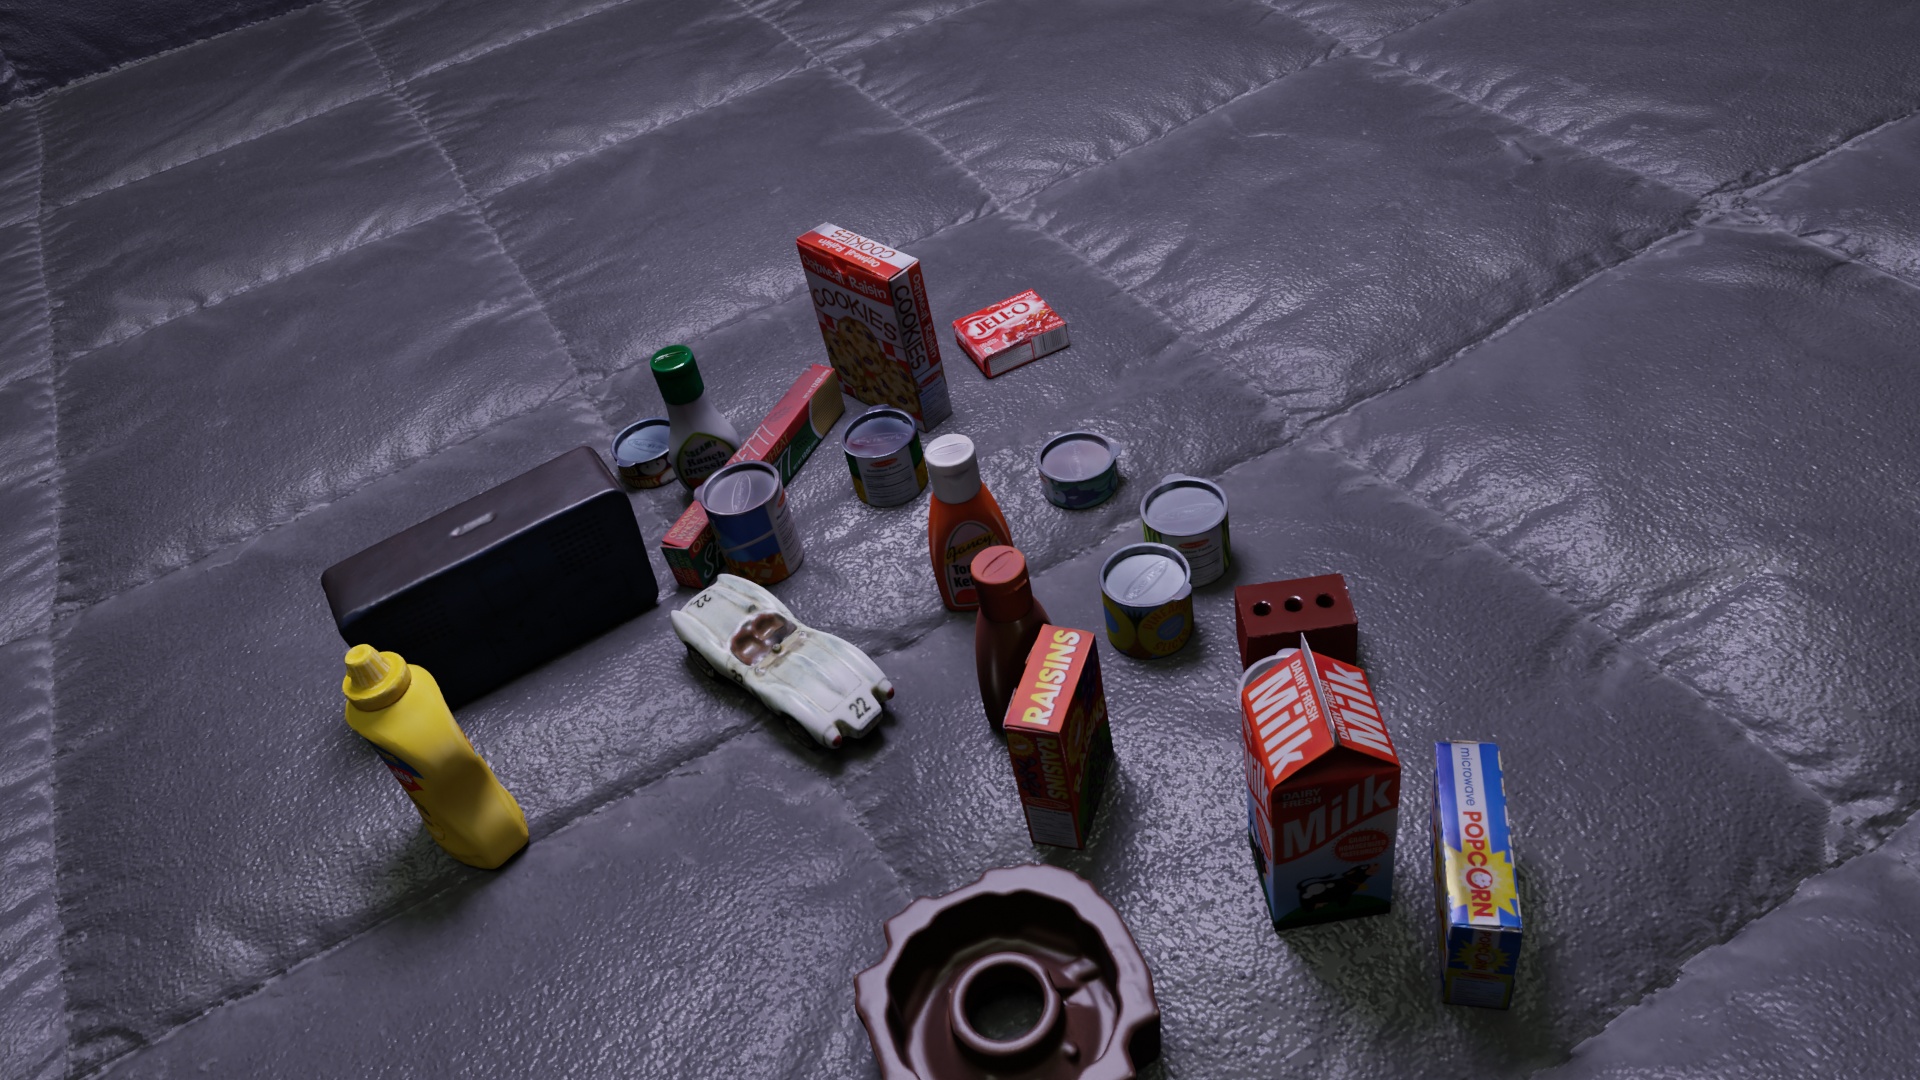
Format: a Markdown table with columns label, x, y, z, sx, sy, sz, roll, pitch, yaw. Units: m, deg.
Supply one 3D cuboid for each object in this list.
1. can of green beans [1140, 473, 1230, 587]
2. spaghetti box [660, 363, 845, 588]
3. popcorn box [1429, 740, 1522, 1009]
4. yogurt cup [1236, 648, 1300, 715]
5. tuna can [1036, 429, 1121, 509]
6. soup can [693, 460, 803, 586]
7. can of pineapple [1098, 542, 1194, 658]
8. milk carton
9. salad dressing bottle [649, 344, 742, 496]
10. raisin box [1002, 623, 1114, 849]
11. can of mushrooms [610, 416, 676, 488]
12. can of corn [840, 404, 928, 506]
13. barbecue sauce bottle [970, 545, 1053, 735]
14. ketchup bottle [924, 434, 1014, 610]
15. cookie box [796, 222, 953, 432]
| label | x | y | z | sx | sy | sz | roll | pitch | yaw |
| --- | --- | --- | --- | --- | --- | --- | --- | --- | --- |
| can of green beans | 0.173 | -0.006 | 1.064 | 0.071 | 0.057 | 0.071 | -7 | 43 | 7 |
| spaghetti box | -0.176 | -0.060 | 1.213 | 0.029 | 0.050 | 0.251 | 12 | 48 | 25 |
| popcorn box | 0.295 | 0.191 | 0.802 | 0.038 | 0.084 | 0.127 | 0 | 44 | 14 |
| yogurt cup | 0.219 | 0.117 | 0.923 | 0.072 | 0.053 | 0.073 | -7 | 43 | 7 |
| tuna can | 0.100 | -0.059 | 1.157 | 0.071 | 0.032 | 0.071 | -7 | 43 | 7 |
| soup can | -0.172 | -0.013 | 1.136 | 0.071 | 0.083 | 0.072 | -7 | 43 | 7 |
| can of pineapple | 0.138 | 0.045 | 1.017 | 0.071 | 0.057 | 0.071 | -7 | 43 | 7 |
| milk carton | 0.206 | 0.141 | 0.800 | 0.073 | 0.189 | 0.073 | -10 | 42 | 3 |
| salad dressing bottle | -0.228 | -0.099 | 1.195 | 0.064 | 0.147 | 0.044 | -16 | 42 | -3 |
| raisin box | 0.065 | 0.128 | 0.898 | 0.040 | 0.122 | 0.086 | 7 | 46 | 21 |
| can of mushrooms | -0.285 | -0.079 | 1.272 | 0.071 | 0.033 | 0.071 | -7 | 43 | 7 |
| can of corn | -0.065 | -0.073 | 1.193 | 0.071 | 0.058 | 0.071 | -7 | 43 | 7 |
| barbecue sauce bottle | 0.037 | 0.068 | 0.950 | 0.065 | 0.147 | 0.044 | -39 | 48 | -26 |
| ketchup bottle | 0.004 | -0.013 | 1.045 | 0.065 | 0.148 | 0.044 | -15 | 42 | -2 |
| cookie box | -0.076 | -0.189 | 1.240 | 0.123 | 0.166 | 0.040 | 29 | 57 | 36 |
